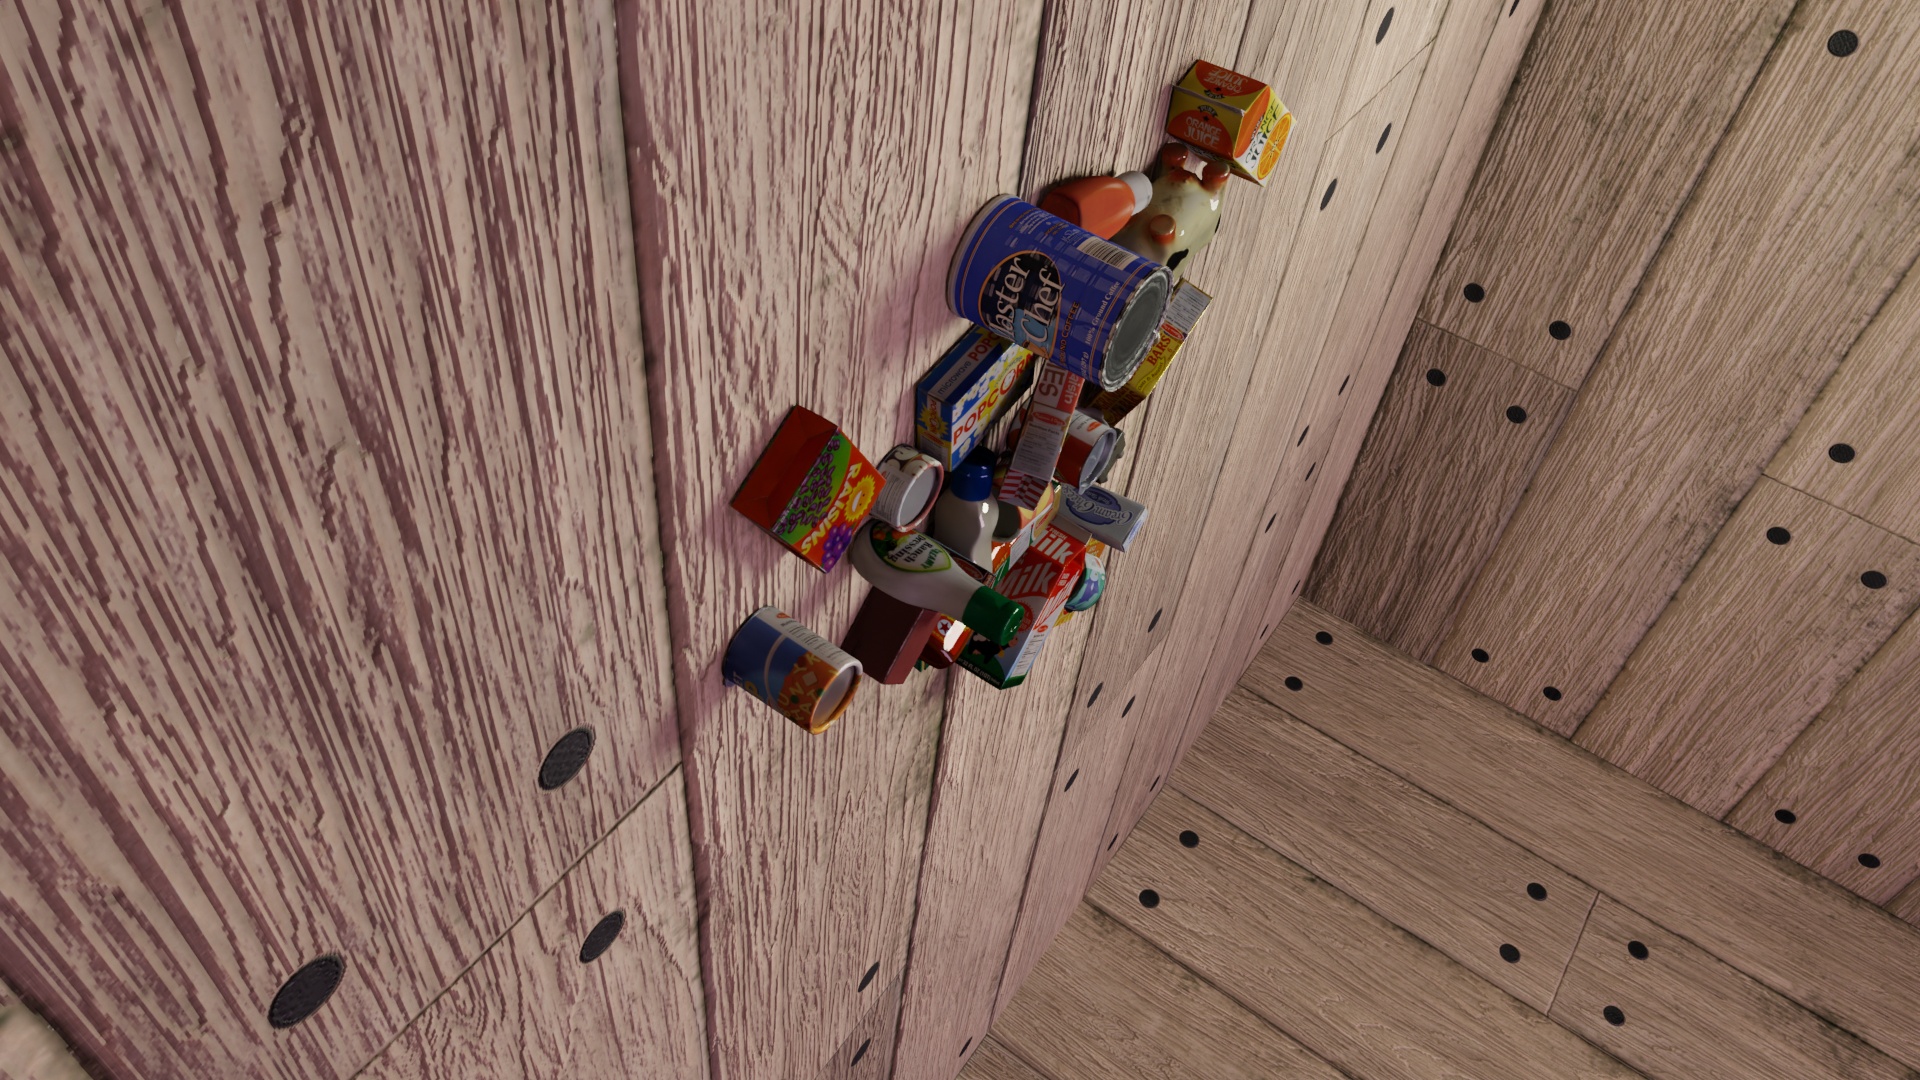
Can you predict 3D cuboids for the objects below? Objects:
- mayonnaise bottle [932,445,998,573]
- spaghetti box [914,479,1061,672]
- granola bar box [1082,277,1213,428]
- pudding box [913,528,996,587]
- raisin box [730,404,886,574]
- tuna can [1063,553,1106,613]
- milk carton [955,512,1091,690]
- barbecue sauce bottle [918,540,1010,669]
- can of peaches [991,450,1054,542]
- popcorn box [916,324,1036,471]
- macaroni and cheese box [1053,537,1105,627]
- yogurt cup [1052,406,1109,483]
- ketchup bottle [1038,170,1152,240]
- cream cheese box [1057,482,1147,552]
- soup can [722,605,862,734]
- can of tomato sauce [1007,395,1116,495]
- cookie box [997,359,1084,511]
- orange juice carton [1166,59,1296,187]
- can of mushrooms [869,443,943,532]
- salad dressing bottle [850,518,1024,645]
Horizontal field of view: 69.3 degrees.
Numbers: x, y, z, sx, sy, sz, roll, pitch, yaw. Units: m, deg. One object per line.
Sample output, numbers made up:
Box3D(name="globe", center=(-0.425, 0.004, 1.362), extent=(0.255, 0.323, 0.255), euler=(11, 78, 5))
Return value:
Box3D(name="mayonnaise bottle", center=(0.004, -0.016, 1.248), extent=(0.041, 0.065, 0.147), euler=(-38, 147, -45))
Box3D(name="spaghetti box", center=(0.024, 0.029, 1.404), extent=(0.251, 0.029, 0.050), euler=(-48, 157, -31))
Box3D(name="granola bar box", center=(0.184, -0.184, 1.399), extent=(0.124, 0.039, 0.165), euler=(-56, -178, -10))
Box3D(name="pudding box", center=(-0.017, 0.031, 1.223), extent=(0.049, 0.084, 0.030), euler=(-60, 161, -1))
Box3D(name="raisin box", center=(-0.104, -0.034, 0.985), extent=(0.086, 0.040, 0.123), euler=(-59, 161, -7))
Box3D(name="tuna can", center=(0.125, 0.045, 1.541), extent=(0.033, 0.071, 0.071), euler=(21, 100, -38))
Box3D(name="milk carton", center=(0.069, 0.060, 1.495), extent=(0.190, 0.072, 0.073), euler=(-62, 161, 9))
Box3D(name="barbecue sauce bottle", center=(-0.001, 0.048, 1.327), extent=(0.043, 0.065, 0.149), euler=(-28, -156, 55))
Box3D(name="can of peaches", center=(0.044, -0.041, 1.306), extent=(0.058, 0.071, 0.070), euler=(-41, 153, -42))
Box3D(name="popcorn box", center=(0.014, -0.128, 1.143), extent=(0.127, 0.038, 0.084), euler=(-49, 158, -29))
Box3D(name="macaroni and cheese box", center=(0.128, 0.024, 1.637), extent=(0.124, 0.040, 0.166), euler=(-14, 130, -65))
Box3D(name="yogurt cup", center=(0.115, -0.093, 1.409), extent=(0.073, 0.072, 0.053), euler=(-49, 166, -29))
Box3D(name="ketchup bottle", center=(0.115, -0.279, 1.173), extent=(0.149, 0.043, 0.064), euler=(-37, 150, -49))
Box3D(name="cream cheese box", center=(0.146, -0.032, 1.509), extent=(0.053, 0.104, 0.024), euler=(-56, 153, -16))
Box3D(name="soup can", center=(-0.127, 0.101, 1.048), extent=(0.071, 0.084, 0.071), euler=(-49, 158, -27))
Box3D(name="can of tomato sauce", center=(0.096, -0.093, 1.326), extent=(0.071, 0.083, 0.070), euler=(-49, 158, -28))
Box3D(name="cookie box", center=(0.081, -0.120, 1.217), extent=(0.122, 0.040, 0.168), euler=(105, 3, -79))
Box3D(name="orange juice carton", center=(0.253, -0.395, 1.308), extent=(0.073, 0.072, 0.193), euler=(-66, 160, 13))
Box3D(name="can of mushrooms", center=(-0.044, -0.043, 1.129), extent=(0.071, 0.033, 0.070), euler=(-49, 157, -29))
Box3D(name="salad dressing bottle", center=(-0.018, 0.035, 1.127), extent=(0.064, 0.148, 0.043), euler=(-39, 151, -47))
